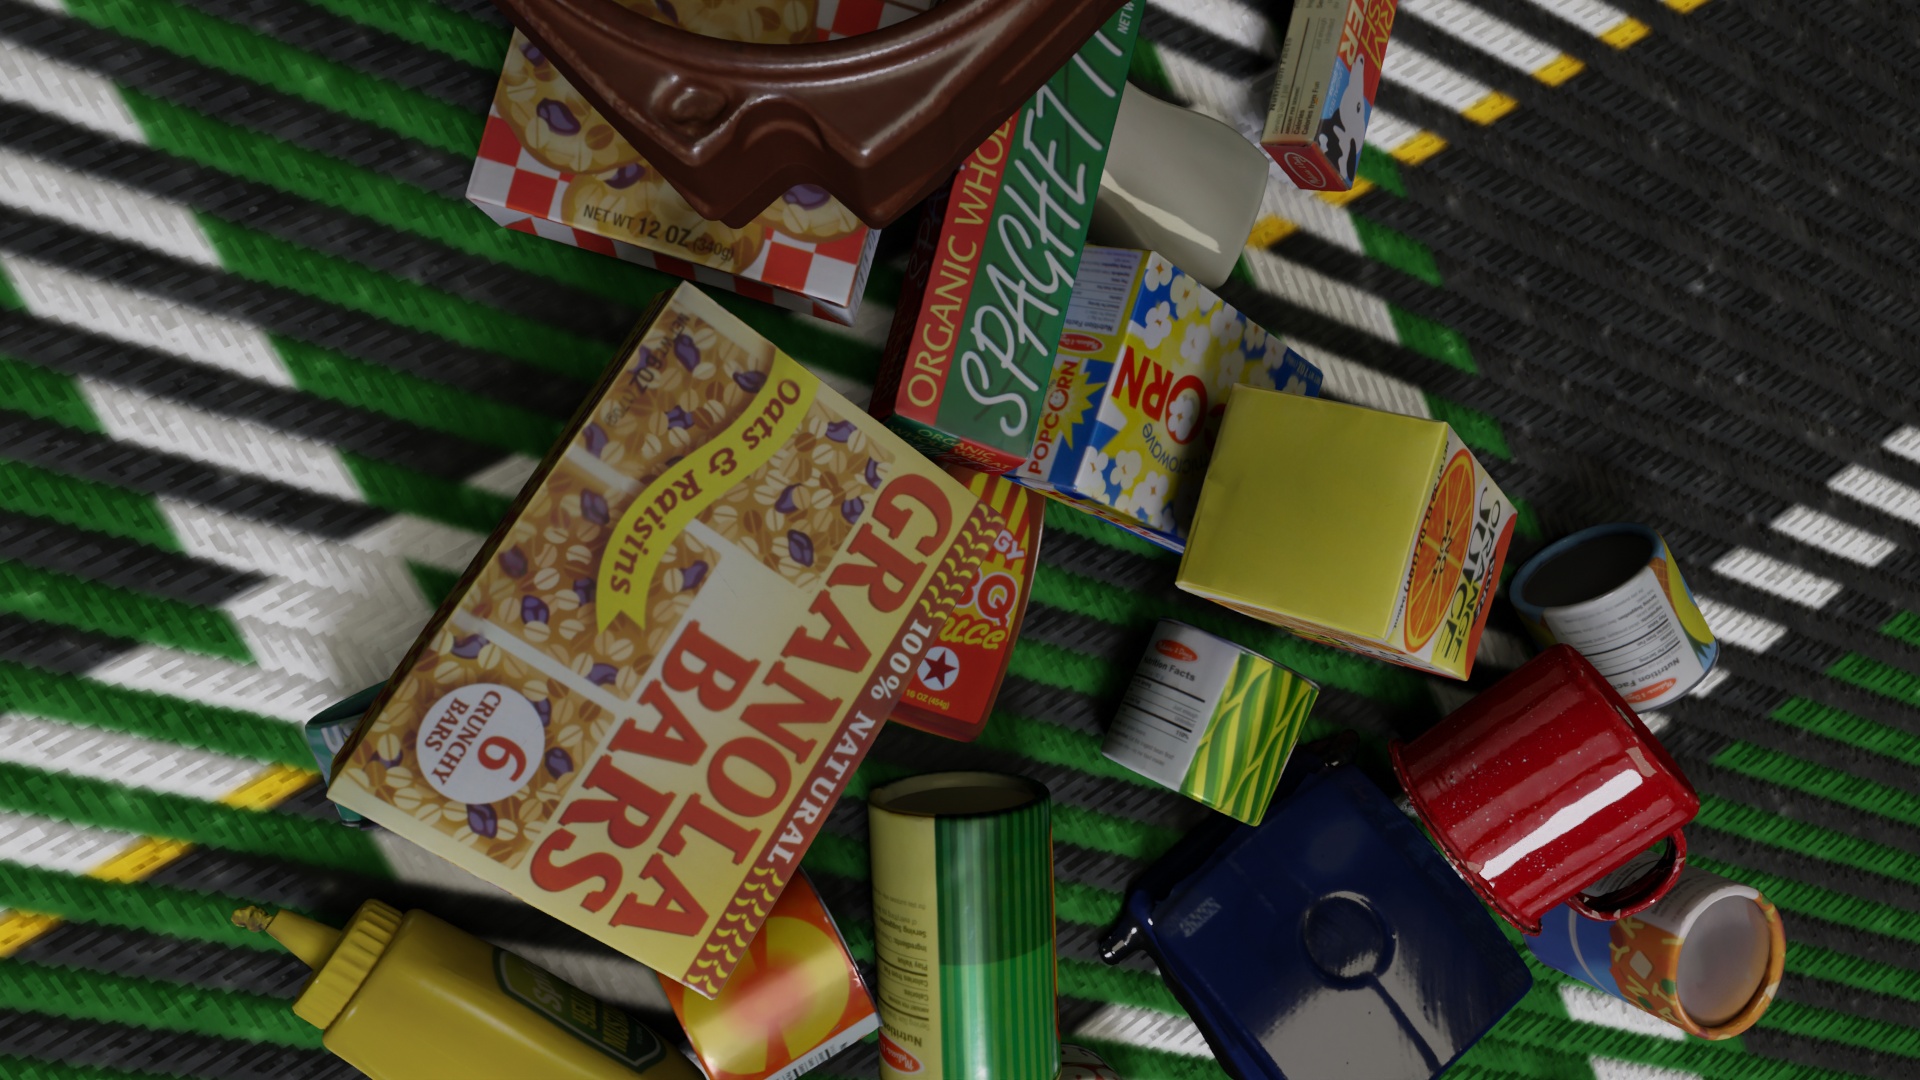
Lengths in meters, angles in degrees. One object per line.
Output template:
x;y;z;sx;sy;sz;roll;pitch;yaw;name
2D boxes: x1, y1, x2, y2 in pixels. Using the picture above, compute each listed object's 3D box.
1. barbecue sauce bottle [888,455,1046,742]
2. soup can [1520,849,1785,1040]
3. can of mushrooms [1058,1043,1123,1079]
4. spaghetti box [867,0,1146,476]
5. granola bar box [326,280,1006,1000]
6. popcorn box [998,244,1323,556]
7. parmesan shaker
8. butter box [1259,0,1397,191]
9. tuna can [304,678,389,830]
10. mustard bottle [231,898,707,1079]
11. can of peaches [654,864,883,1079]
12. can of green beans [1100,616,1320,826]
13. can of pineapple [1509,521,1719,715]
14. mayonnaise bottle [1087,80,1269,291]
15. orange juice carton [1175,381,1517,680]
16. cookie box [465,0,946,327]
0.002;-0.006;0.500;0.065;0.043;0.148;22;85;-23;barbecue sauce bottle
0.298;0.171;0.602;0.071;0.084;0.071;-2;95;-21;soup can
0.043;0.234;0.537;0.071;0.033;0.071;-1;93;-20;can of mushrooms
0.026;-0.146;0.462;0.050;0.028;0.250;18;79;-19;spaghetti box
-0.080;0.029;0.407;0.124;0.039;0.166;36;78;-21;granola bar box
0.077;-0.044;0.503;0.126;0.038;0.085;21;87;-46;popcorn box
0.003;0.140;0.496;0.071;0.071;0.103;-4;95;-20;parmesan shaker
0.146;-0.193;0.539;0.053;0.024;0.103;16;88;-59;butter box
-0.165;0.059;0.428;0.071;0.071;0.032;-22;100;-18;tuna can
-0.156;0.156;0.442;0.160;0.065;0.049;36;82;-15;mustard bottle
-0.069;0.148;0.473;0.058;0.071;0.071;-28;103;-16;can of peaches
0.094;0.069;0.528;0.071;0.071;0.058;27;85;-20;can of green beans
0.279;0.033;0.597;0.071;0.071;0.057;-38;106;-14;can of pineapple
0.041;-0.148;0.508;0.148;0.041;0.065;26;80;-19;mayonnaise bottle
0.154;0.005;0.516;0.192;0.073;0.072;19;87;-59;orange juice carton
-0.071;-0.168;0.444;0.123;0.040;0.167;16;88;-1;cookie box
